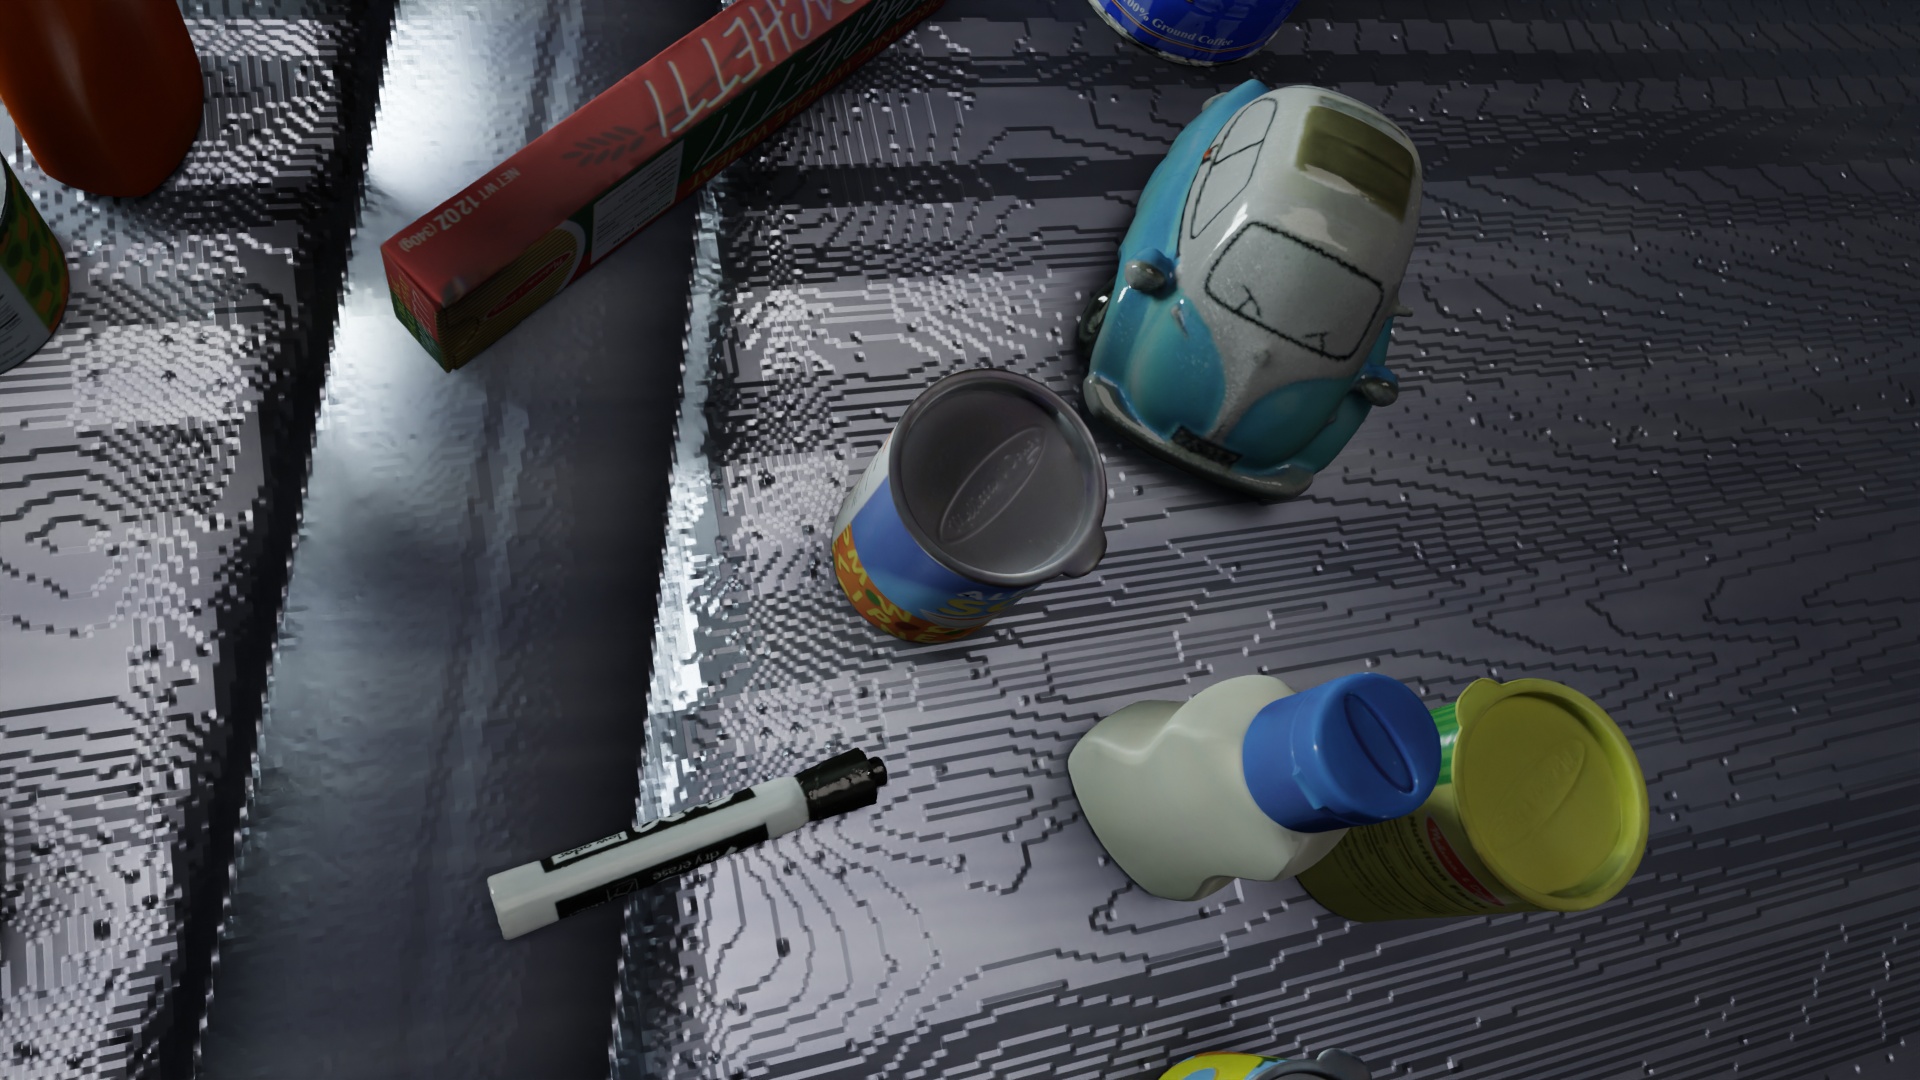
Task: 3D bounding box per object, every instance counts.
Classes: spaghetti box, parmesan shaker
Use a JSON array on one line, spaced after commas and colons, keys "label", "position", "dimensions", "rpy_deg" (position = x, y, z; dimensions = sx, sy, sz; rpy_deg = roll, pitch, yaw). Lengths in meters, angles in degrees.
[{"label": "spaghetti box", "position": [-0.085, -0.148, 0.472], "dimensions": [0.028, 0.050, 0.251], "rpy_deg": [45, 66, 0]}, {"label": "parmesan shaker", "position": [0.154, 0.084, 0.445], "dimensions": [0.071, 0.102, 0.071], "rpy_deg": [5, 72, -16]}]

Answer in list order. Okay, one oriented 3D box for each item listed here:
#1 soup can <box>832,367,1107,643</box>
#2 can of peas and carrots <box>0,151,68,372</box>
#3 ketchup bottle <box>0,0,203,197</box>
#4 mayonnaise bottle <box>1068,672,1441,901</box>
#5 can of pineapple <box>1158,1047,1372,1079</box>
[{"label": "soup can", "position": [0.002, -0.005, 0.436], "dimensions": [0.071, 0.083, 0.071], "rpy_deg": [5, 72, -16]}, {"label": "can of peas and carrots", "position": [-0.292, -0.085, 0.383], "dimensions": [0.071, 0.058, 0.071], "rpy_deg": [5, 72, -16]}, {"label": "ketchup bottle", "position": [-0.243, -0.154, 0.371], "dimensions": [0.043, 0.148, 0.065], "rpy_deg": [11, 71, -14]}, {"label": "mayonnaise bottle", "position": [0.081, 0.070, 0.402], "dimensions": [0.041, 0.147, 0.065], "rpy_deg": [-31, 85, -23]}, {"label": "can of pineapple", "position": [0.093, 0.188, 0.418], "dimensions": [0.071, 0.057, 0.071], "rpy_deg": [5, 72, -16]}]
